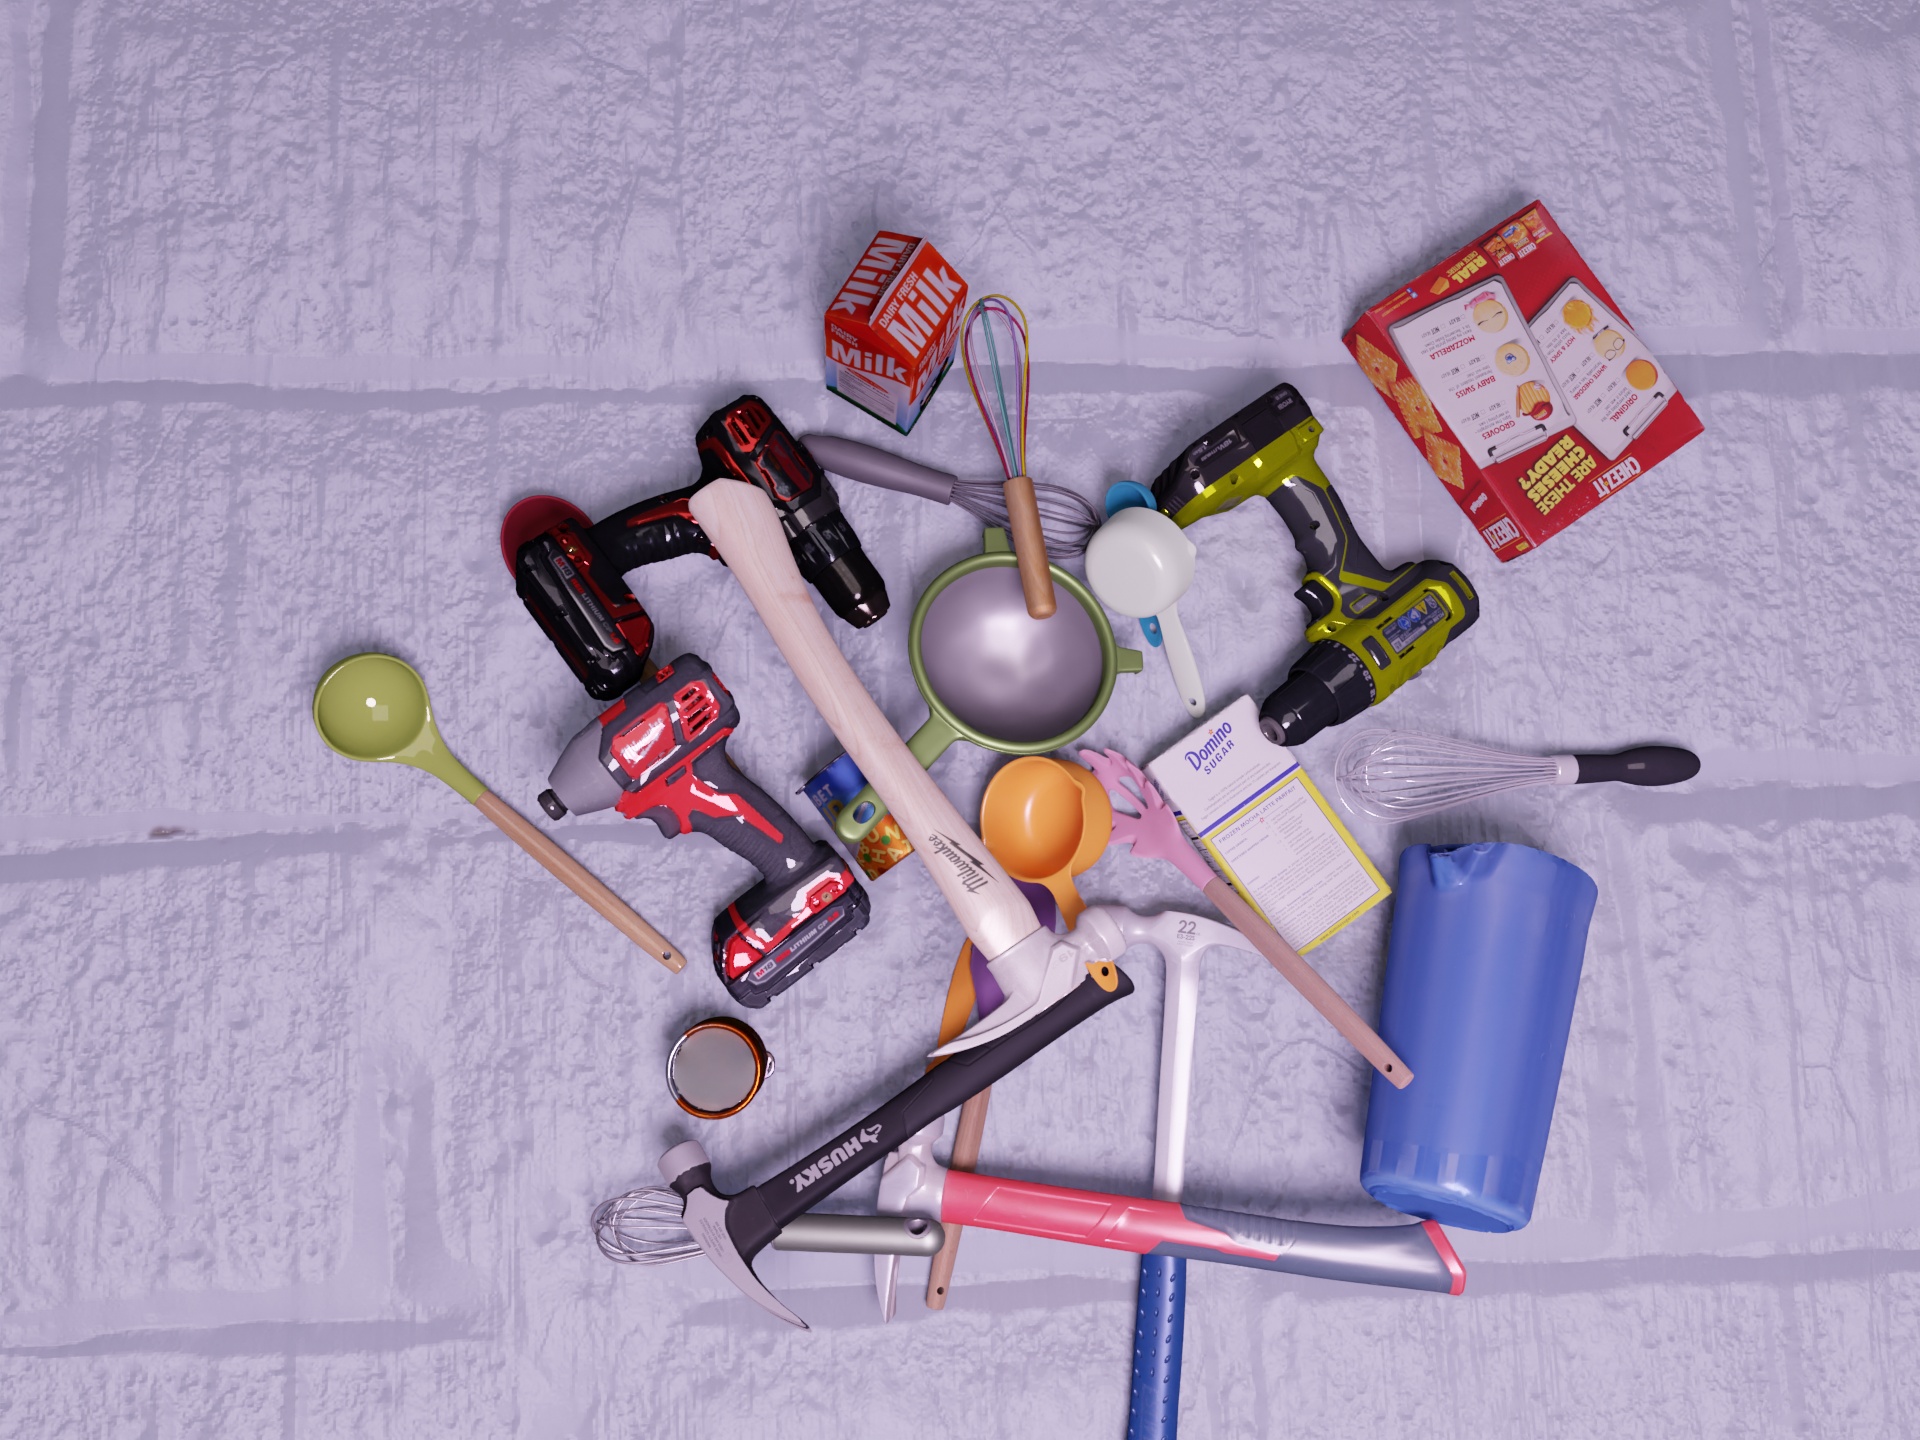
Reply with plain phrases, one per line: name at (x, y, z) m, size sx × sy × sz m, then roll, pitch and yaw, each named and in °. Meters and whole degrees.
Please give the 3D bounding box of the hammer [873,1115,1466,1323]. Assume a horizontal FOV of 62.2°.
hammer at (0.134, 0.354, 1.059) m, size 0.386 × 0.038 × 0.143 m, roll 6°, pitch 83°, yaw 10°

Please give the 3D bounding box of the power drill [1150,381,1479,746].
power drill at (0.242, -0.108, 1.146) m, size 0.190 × 0.080 × 0.228 m, roll -35°, pitch 87°, yaw -19°

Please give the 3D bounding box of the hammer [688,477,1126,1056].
hammer at (-0.065, 0.019, 1.043) m, size 0.146 × 0.038 × 0.411 m, roll -32°, pitch 81°, yaw -16°

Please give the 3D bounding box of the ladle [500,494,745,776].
ladle at (-0.220, -0.030, 1.145) m, size 0.069 × 0.031 × 0.315 m, roll -38°, pitch 88°, yaw -11°

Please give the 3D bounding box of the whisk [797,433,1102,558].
whisk at (-0.007, -0.170, 1.169) m, size 0.239 × 0.055 × 0.055 m, roll 17°, pitch 82°, yaw 3°

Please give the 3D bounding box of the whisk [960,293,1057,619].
whisk at (0.039, -0.191, 1.127) m, size 0.047 × 0.051 × 0.245 m, roll -9°, pitch 78°, yaw -4°

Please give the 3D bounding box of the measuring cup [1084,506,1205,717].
measuring cup at (0.139, -0.069, 1.138) m, size 0.038 × 0.083 × 0.167 m, roll -40°, pitch 116°, yaw -43°

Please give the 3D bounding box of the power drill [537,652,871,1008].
power drill at (-0.172, 0.078, 1.071) m, size 0.143 × 0.079 × 0.219 m, roll -37°, pitch 107°, yaw -7°

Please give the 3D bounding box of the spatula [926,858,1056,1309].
spatula at (0.016, 0.255, 1.126) m, size 0.059 × 0.018 × 0.316 m, roll 15°, pitch 81°, yaw -14°

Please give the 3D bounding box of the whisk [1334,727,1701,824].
whisk at (0.409, 0.038, 1.162) m, size 0.284 × 0.070 × 0.070 m, roll -1°, pitch 83°, yaw -8°

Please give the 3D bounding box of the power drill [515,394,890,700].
power drill at (-0.176, -0.104, 1.120) m, size 0.227 × 0.080 × 0.188 m, roll -36°, pitch 90°, yaw -20°

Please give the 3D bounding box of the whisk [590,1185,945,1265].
whisk at (-0.131, 0.345, 1.071) m, size 0.246 × 0.058 × 0.059 m, roll -1°, pitch 121°, yaw 9°

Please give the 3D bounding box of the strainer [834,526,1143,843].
strainer at (-0.002, -0.004, 1.117) m, size 0.151 × 0.069 × 0.256 m, roll 42°, pitch 70°, yaw 3°

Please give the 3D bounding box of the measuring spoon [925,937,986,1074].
measuring spoon at (-0.001, 0.205, 1.134) m, size 0.021 × 0.011 × 0.117 m, roll 17°, pitch 82°, yaw -1°

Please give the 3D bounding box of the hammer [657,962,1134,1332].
hammer at (-0.025, 0.262, 1.062) m, size 0.335 × 0.035 × 0.146 m, roll -32°, pitch 62°, yaw -12°

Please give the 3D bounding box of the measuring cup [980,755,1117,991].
measuring cup at (0.080, 0.106, 1.108) m, size 0.095 × 0.052 × 0.174 m, roll -35°, pitch 70°, yaw 29°

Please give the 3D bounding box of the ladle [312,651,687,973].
ladle at (-0.317, 0.071, 1.112) m, size 0.320 × 0.062 × 0.078 m, roll 40°, pitch 82°, yaw 0°

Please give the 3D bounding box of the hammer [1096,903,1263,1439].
hammer at (0.149, 0.336, 1.102) m, size 0.144 × 0.035 × 0.405 m, roll 3°, pitch 85°, yaw 16°

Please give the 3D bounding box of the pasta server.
pasta server at (0.185, 0.130, 1.080) m, size 0.316 × 0.040 × 0.060 m, roll 47°, pitch 113°, yaw 31°

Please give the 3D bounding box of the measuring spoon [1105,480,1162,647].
measuring spoon at (0.136, -0.116, 1.161) m, size 0.021 × 0.042 × 0.128 m, roll -31°, pitch 117°, yaw -37°
